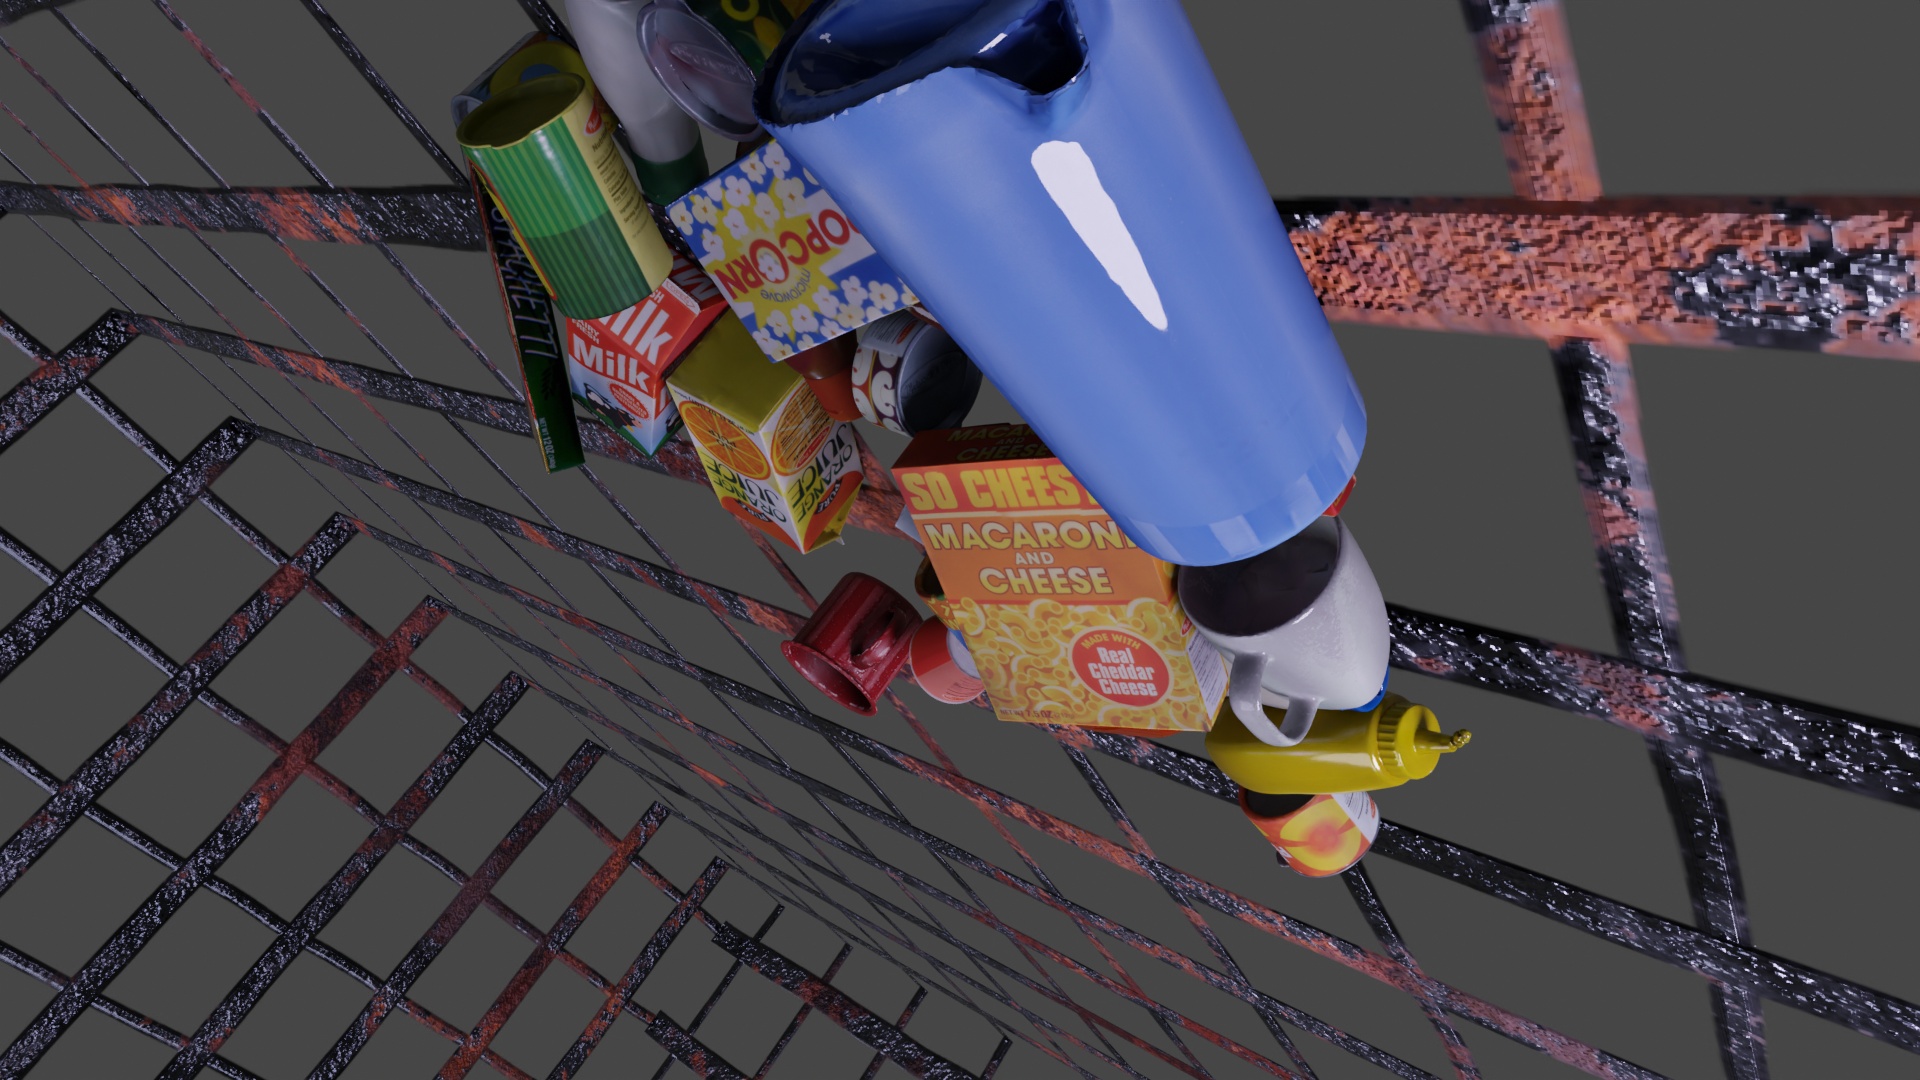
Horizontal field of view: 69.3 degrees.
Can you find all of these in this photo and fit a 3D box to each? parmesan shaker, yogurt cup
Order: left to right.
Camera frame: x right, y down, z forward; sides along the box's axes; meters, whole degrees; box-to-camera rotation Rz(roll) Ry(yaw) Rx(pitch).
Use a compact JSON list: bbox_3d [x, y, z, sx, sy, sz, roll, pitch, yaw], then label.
[{"bbox_3d":[-0.194,-0.167,0.689,0.071,0.071,0.102,19,145,37],"label":"parmesan shaker"},{"bbox_3d":[0.004,0.080,1.002,0.072,0.073,0.053,41,150,-9],"label":"yogurt cup"}]

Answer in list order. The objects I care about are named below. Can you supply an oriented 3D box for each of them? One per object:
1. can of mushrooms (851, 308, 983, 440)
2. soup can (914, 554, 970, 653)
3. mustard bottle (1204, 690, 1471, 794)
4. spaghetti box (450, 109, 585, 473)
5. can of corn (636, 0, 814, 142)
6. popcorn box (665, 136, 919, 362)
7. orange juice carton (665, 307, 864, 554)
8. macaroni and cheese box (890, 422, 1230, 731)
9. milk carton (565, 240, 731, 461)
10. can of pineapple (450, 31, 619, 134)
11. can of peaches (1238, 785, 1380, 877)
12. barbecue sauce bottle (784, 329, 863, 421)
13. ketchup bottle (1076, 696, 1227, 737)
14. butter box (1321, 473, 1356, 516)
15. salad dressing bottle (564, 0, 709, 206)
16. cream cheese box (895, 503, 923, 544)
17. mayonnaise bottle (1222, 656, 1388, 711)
[{"bbox_3d":[-0.021,-0.083,0.705,0.033,0.071,0.070,21,153,35],"label":"can of mushrooms"},{"bbox_3d":[0.019,0.038,0.892,0.071,0.071,0.083,5,142,52],"label":"soup can"},{"bbox_3d":[0.207,0.108,0.753,0.048,0.065,0.160,51,151,-21],"label":"mustard bottle"},{"bbox_3d":[-0.277,-0.154,0.881,0.050,0.029,0.248,-124,25,-42],"label":"spaghetti box"},{"bbox_3d":[-0.088,-0.209,0.566,0.071,0.058,0.071,31,157,15],"label":"can of corn"},{"bbox_3d":[-0.059,-0.132,0.589,0.126,0.038,0.085,-13,117,48],"label":"popcorn box"},{"bbox_3d":[-0.116,-0.058,0.890,0.072,0.073,0.191,29,157,19],"label":"orange juice carton"},{"bbox_3d":[0.052,0.019,0.688,0.123,0.040,0.165,-2,126,31],"label":"macaroni and cheese box"},{"bbox_3d":[-0.195,-0.127,0.869,0.072,0.074,0.190,39,158,1],"label":"milk carton"},{"bbox_3d":[-0.223,-0.225,0.738,0.071,0.058,0.070,31,158,14],"label":"can of pineapple"},{"bbox_3d":[0.210,0.163,0.847,0.058,0.071,0.071,49,155,-25],"label":"can of peaches"},{"bbox_3d":[-0.087,-0.126,0.753,0.065,0.044,0.148,18,152,36],"label":"barbecue sauce bottle"},{"bbox_3d":[0.119,0.101,0.896,0.064,0.044,0.148,45,157,-22],"label":"ketchup bottle"},{"bbox_3d":[0.124,-0.041,0.631,0.103,0.024,0.053,10,147,49],"label":"butter box"},{"bbox_3d":[-0.147,-0.217,0.661,0.064,0.044,0.147,31,159,10],"label":"salad dressing bottle"},{"bbox_3d":[0.003,-0.010,0.803,0.053,0.024,0.104,34,-166,8],"label":"cream cheese box"},{"bbox_3d":[0.161,0.063,0.762,0.148,0.041,0.064,8,146,49],"label":"mayonnaise bottle"}]
